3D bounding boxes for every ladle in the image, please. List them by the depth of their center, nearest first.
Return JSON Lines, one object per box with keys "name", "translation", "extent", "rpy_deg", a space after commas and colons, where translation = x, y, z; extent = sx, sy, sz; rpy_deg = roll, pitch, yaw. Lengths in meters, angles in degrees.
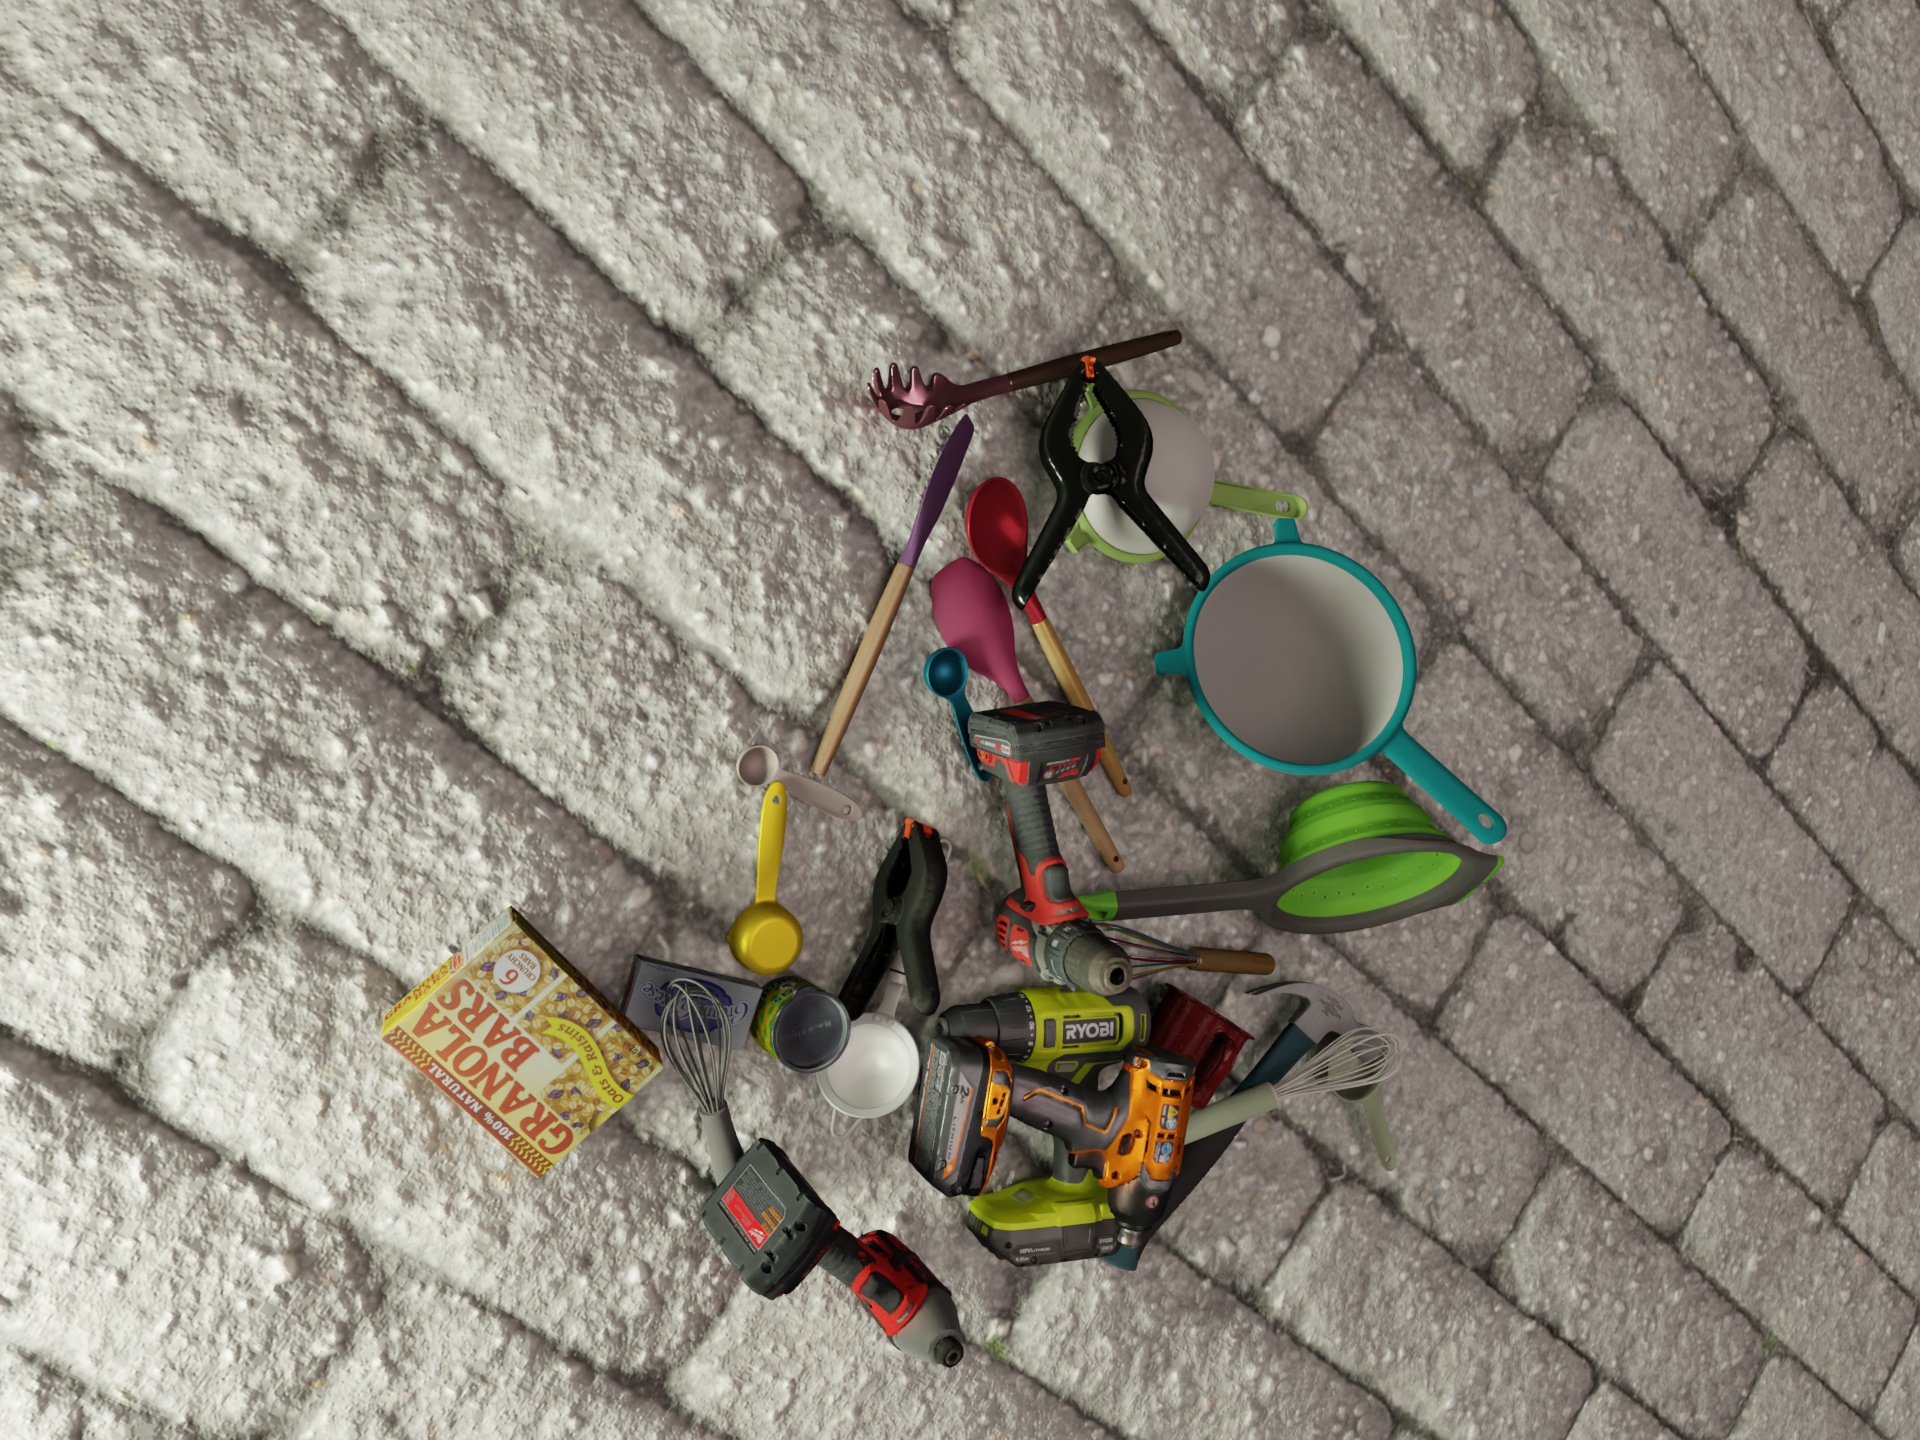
{"name": "ladle", "translation": [0.080, -0.065, 1.366], "extent": [0.069, 0.031, 0.315], "rpy_deg": [-39, 113, -29]}

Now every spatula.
{"name": "spatula", "translation": [-0.055, -0.102, 1.288], "extent": [0.018, 0.059, 0.316], "rpy_deg": [22, 87, 14]}

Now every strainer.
{"name": "strainer", "translation": [-0.052, 0.221, 1.316], "extent": [0.087, 0.050, 0.258], "rpy_deg": [16, 79, 16]}
{"name": "strainer", "translation": [0.215, -0.206, 1.398], "extent": [0.256, 0.069, 0.151], "rpy_deg": [6, 92, -26]}
{"name": "strainer", "translation": [0.339, -0.004, 1.424], "extent": [0.340, 0.095, 0.211], "rpy_deg": [42, 74, 2]}

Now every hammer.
{"name": "hammer", "translation": [0.245, 0.376, 1.474], "extent": [0.128, 0.033, 0.331], "rpy_deg": [44, 79, -3]}

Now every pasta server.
{"name": "pasta server", "translation": [0.061, -0.294, 1.328], "extent": [0.316, 0.060, 0.040], "rpy_deg": [-21, 145, -27]}

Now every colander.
{"name": "colander", "translation": [0.287, 0.123, 1.453], "extent": [0.397, 0.204, 0.095], "rpy_deg": [-3, 62, -12]}

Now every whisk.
{"name": "whisk", "translation": [-0.188, 0.301, 1.232], "extent": [0.055, 0.055, 0.238], "rpy_deg": [-22, 118, -24]}
{"name": "whisk", "translation": [0.194, 0.210, 1.440], "extent": [0.244, 0.047, 0.051], "rpy_deg": [10, 113, -34]}
{"name": "whisk", "translation": [0.291, 0.338, 1.449], "extent": [0.246, 0.058, 0.059], "rpy_deg": [-19, 135, -8]}

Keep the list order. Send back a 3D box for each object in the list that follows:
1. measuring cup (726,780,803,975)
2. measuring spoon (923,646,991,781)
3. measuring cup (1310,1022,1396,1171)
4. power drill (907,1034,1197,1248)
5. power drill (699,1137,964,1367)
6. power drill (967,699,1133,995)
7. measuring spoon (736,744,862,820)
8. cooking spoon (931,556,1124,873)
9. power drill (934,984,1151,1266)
{"name": "measuring cup", "translation": [-0.148, 0.127, 1.257], "extent": [0.062, 0.029, 0.156], "rpy_deg": [1, 100, -28]}
{"name": "measuring spoon", "translation": [-0.002, -0.004, 1.338], "extent": [0.042, 0.021, 0.128], "rpy_deg": [-34, 118, -28]}
{"name": "measuring cup", "translation": [0.392, 0.370, 1.563], "extent": [0.083, 0.038, 0.167], "rpy_deg": [-29, 109, -22]}
{"name": "power drill", "translation": [0.078, 0.342, 1.294], "extent": [0.226, 0.084, 0.164], "rpy_deg": [10, 88, -19]}
{"name": "power drill", "translation": [-0.088, 0.426, 1.239], "extent": [0.078, 0.143, 0.219], "rpy_deg": [-50, 125, -7]}
{"name": "power drill", "translation": [0.078, 0.106, 1.287], "extent": [0.080, 0.188, 0.226], "rpy_deg": [-9, 100, -20]}
{"name": "measuring spoon", "translation": [-0.129, 0.052, 1.278], "extent": [0.124, 0.018, 0.034], "rpy_deg": [30, 90, -33]}
{"name": "cooking spoon", "translation": [0.065, 0.002, 1.369], "extent": [0.069, 0.017, 0.318], "rpy_deg": [-37, 109, -20]}
{"name": "power drill", "translation": [0.066, 0.342, 1.370], "extent": [0.190, 0.080, 0.228], "rpy_deg": [1, 92, -24]}
